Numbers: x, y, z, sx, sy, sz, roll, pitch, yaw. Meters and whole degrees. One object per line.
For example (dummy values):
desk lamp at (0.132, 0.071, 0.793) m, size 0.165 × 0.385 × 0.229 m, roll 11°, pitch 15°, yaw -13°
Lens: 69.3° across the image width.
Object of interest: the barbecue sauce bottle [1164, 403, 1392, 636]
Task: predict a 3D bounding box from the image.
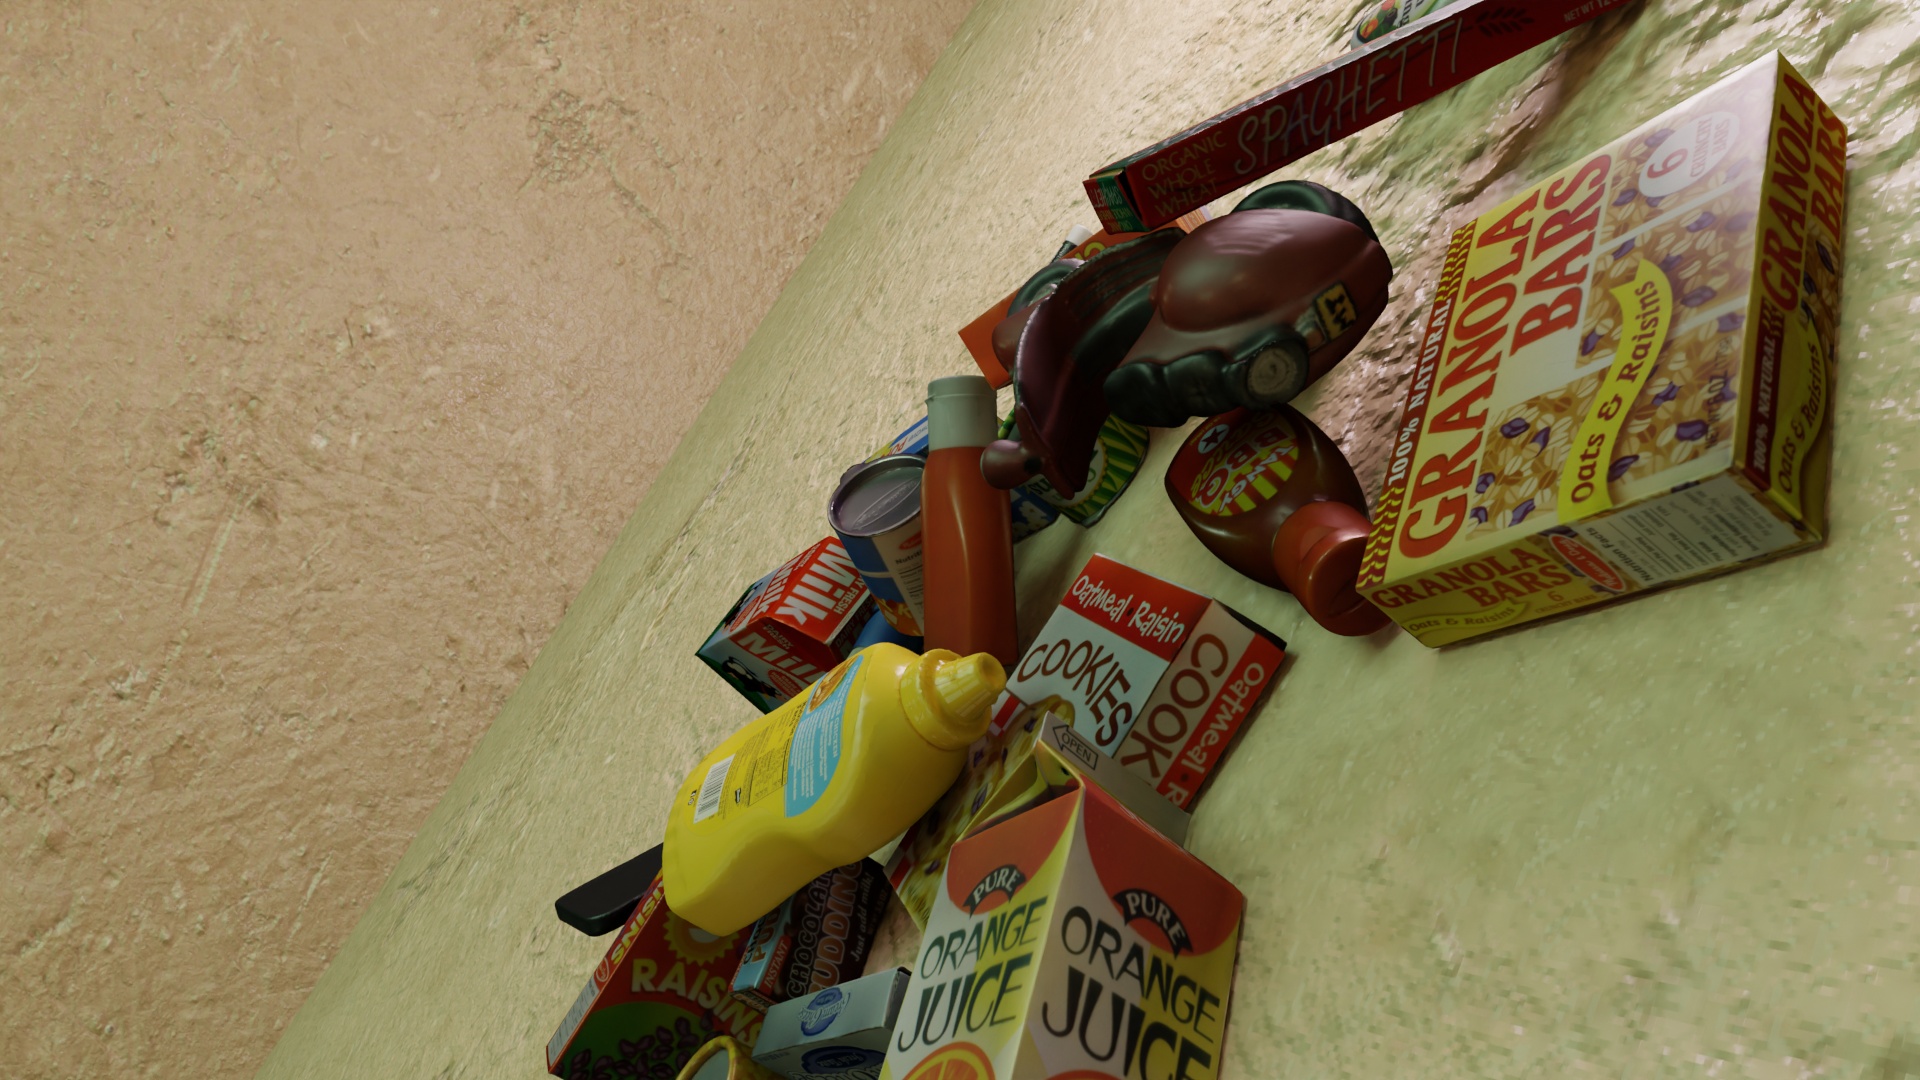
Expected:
barbecue sauce bottle at (0.123, -0.010, 0.522) m, size 0.065 × 0.043 × 0.149 m, roll -43°, pitch 19°, yaw 10°

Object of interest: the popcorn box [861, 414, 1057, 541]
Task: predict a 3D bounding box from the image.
popcorn box at (-0.005, -0.030, 0.826) m, size 0.126 × 0.085 × 0.038 m, roll -29°, pitch 31°, yaw 53°

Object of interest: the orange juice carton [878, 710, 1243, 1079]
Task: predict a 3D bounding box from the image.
orange juice carton at (0.030, 0.147, 0.421) m, size 0.072 × 0.072 × 0.194 m, roll -36°, pitch 25°, yaw 44°

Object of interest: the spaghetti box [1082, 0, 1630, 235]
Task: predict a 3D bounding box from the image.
spaghetti box at (0.170, -0.191, 0.578) m, size 0.250 × 0.028 × 0.050 m, roll -27°, pitch 15°, yaw -7°

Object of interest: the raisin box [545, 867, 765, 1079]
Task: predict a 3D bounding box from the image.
raisin box at (-0.134, 0.221, 0.688) m, size 0.123 × 0.086 × 0.040 m, roll -58°, pitch 15°, yaw -11°

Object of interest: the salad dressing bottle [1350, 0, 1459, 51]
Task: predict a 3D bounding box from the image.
salad dressing bottle at (0.255, -0.267, 0.665) m, size 0.147 × 0.044 × 0.064 m, roll -25°, pitch 31°, yaw 57°

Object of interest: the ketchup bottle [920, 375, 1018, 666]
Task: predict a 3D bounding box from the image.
ketchup bottle at (0.003, -0.009, 0.715) m, size 0.064 × 0.043 × 0.149 m, roll 165°, pitch 104°, yaw -67°

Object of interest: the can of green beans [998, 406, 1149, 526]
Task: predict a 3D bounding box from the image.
can of green beans at (0.058, -0.052, 0.747) m, size 0.071 × 0.058 × 0.071 m, roll -47°, pitch 18°, yaw 21°

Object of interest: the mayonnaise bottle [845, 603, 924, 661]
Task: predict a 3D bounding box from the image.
mayonnaise bottle at (-0.064, 0.101, 0.804) m, size 0.149 × 0.041 × 0.064 m, roll -62°, pitch 11°, yaw -27°

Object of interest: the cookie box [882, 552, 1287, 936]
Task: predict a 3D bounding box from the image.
cookie box at (0.043, 0.090, 0.548) m, size 0.167 × 0.040 × 0.123 m, roll -56°, pitch 17°, yaw -3°

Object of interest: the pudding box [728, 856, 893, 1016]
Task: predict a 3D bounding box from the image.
pudding box at (-0.069, 0.183, 0.649) m, size 0.030 × 0.049 × 0.084 m, roll -33°, pitch 27°, yaw 47°

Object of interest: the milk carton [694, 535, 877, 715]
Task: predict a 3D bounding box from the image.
milk carton at (-0.100, 0.057, 0.912) m, size 0.073 × 0.073 × 0.190 m, roll -54°, pitch 14°, yaw -29°

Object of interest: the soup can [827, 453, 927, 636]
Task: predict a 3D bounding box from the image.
soup can at (-0.030, 0.002, 0.785) m, size 0.071 × 0.083 × 0.072 m, roll -15°, pitch 40°, yaw 13°

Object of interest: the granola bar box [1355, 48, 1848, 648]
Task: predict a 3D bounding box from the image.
granola bar box at (0.196, -0.055, 0.424) m, size 0.123 × 0.039 × 0.166 m, roll -28°, pitch 31°, yaw 54°

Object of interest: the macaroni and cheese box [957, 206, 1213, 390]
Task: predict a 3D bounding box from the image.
macaroni and cheese box at (0.078, -0.137, 0.752) m, size 0.123 × 0.040 × 0.167 m, roll -33°, pitch 2°, yaw 20°

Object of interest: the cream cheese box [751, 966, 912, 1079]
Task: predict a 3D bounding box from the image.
cream cheese box at (-0.032, 0.192, 0.529) m, size 0.103 × 0.053 × 0.024 m, roll -35°, pitch 28°, yaw 47°

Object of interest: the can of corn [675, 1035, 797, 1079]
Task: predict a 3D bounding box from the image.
can of corn at (-0.087, 0.243, 0.567) m, size 0.071 × 0.058 × 0.071 m, roll -47°, pitch 19°, yaw 22°
